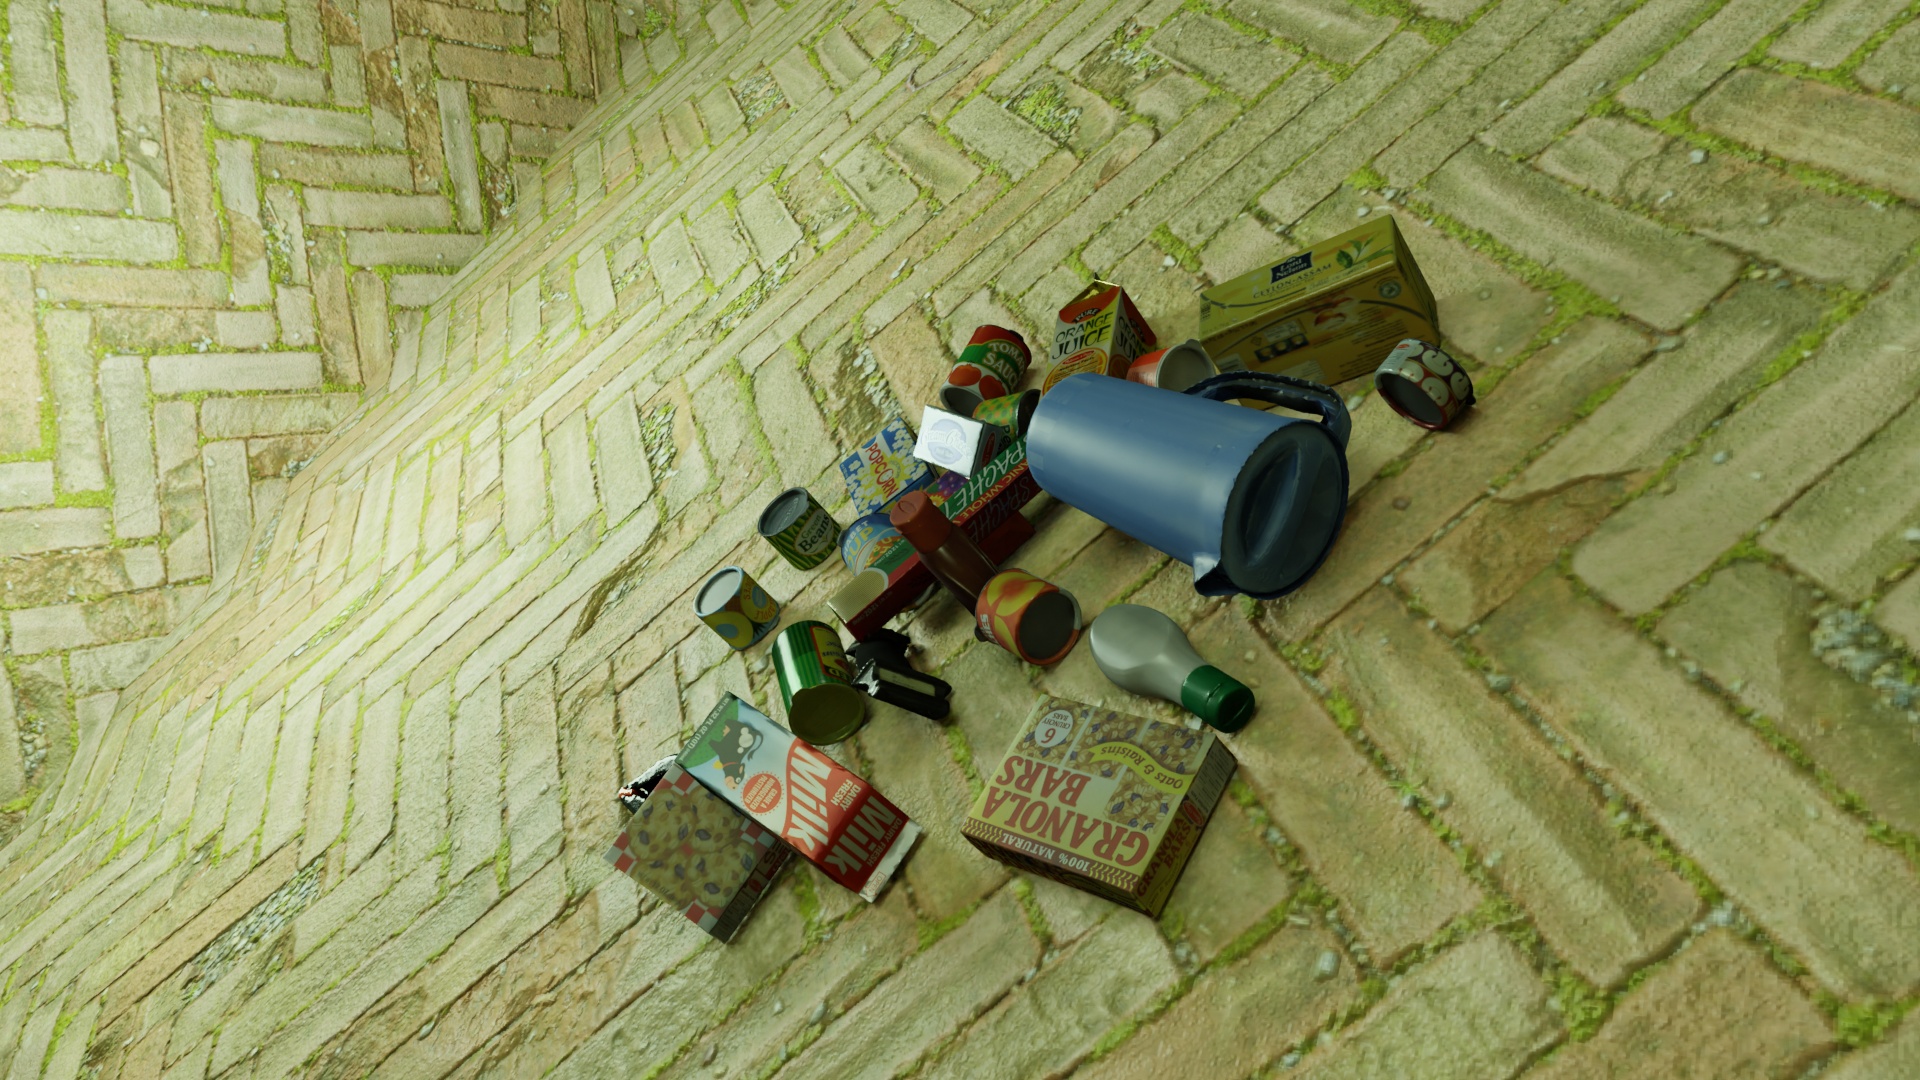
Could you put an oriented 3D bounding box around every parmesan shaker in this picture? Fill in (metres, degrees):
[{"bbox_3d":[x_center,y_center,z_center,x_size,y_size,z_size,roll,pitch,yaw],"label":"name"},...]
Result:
[{"bbox_3d":[-0.129,0.122,1.229,0.071,0.071,0.103,-38,34,6],"label":"parmesan shaker"}]

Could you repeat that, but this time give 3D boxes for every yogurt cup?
[{"bbox_3d":[0.183,-0.138,1.220,0.072,0.072,0.054,-54,27,-18],"label":"yogurt cup"}]

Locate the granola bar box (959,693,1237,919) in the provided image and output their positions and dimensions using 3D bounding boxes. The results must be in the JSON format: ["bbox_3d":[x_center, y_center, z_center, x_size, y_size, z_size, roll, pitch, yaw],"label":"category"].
[{"bbox_3d":[0.094,0.180,0.969,0.165,0.039,0.124,7,56,48],"label":"granola bar box"}]

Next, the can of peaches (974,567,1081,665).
[{"bbox_3d":[0.053,0.063,1.118,0.071,0.071,0.058,-50,35,-12],"label":"can of peaches"}]

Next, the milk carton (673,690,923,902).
[{"bbox_3d":[-0.124,0.204,1.092,0.191,0.073,0.072,29,72,22],"label":"milk carton"}]

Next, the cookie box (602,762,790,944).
[{"bbox_3d":[-0.197,0.230,1.162,0.123,0.040,0.168,26,69,26],"label":"cookie box"}]

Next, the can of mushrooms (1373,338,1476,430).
[{"bbox_3d":[0.344,-0.114,1.030,0.033,0.071,0.071,-48,34,-9],"label":"can of mushrooms"}]

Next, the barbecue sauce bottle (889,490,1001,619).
[{"bbox_3d":[-0.001,0.019,1.148,0.044,0.148,0.065,-48,34,-8],"label":"barbecue sauce bottle"}]

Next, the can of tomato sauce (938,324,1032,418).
[{"bbox_3d":[0.026,-0.166,1.404,0.071,0.071,0.083,1,53,46],"label":"can of tomato sauce"}]

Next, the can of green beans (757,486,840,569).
[{"bbox_3d":[-0.166,-0.012,1.430,0.071,0.057,0.071,-27,36,22],"label":"can of green beans"}]

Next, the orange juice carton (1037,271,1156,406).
[{"bbox_3d":[0.131,-0.168,1.296,0.073,0.071,0.194,-18,41,32],"label":"orange juice carton"}]

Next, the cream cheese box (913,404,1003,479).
[{"bbox_3d":[-0.004,-0.091,1.296,0.104,0.024,0.053,24,102,53],"label":"cream cheese box"}]

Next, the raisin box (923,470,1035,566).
[{"bbox_3d":[0.005,-0.016,1.281,0.086,0.040,0.124,-42,34,-1],"label":"raisin box"}]

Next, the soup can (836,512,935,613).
[{"bbox_3d":[-0.070,0.020,1.285,0.071,0.071,0.084,-42,34,0],"label":"soup can"}]

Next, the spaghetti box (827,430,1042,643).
[{"bbox_3d":[-0.008,-0.008,1.214,0.250,0.028,0.050,-41,33,-8],"label":"spaghetti box"}]

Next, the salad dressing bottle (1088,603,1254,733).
[{"bbox_3d":[0.152,0.093,1.008,0.064,0.044,0.148,-45,35,-8],"label":"salad dressing bottle"}]

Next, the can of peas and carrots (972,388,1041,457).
[{"bbox_3d":[0.051,-0.104,1.308,0.058,0.070,0.071,-9,45,41],"label":"can of peas and carrots"}]

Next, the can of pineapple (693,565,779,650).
[{"bbox_3d":[-0.225,0.067,1.400,0.071,0.057,0.071,-26,36,21],"label":"can of pineapple"}]

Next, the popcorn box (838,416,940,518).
[{"bbox_3d":[-0.069,-0.062,1.408,0.085,0.038,0.127,-38,34,7],"label":"popcorn box"}]
